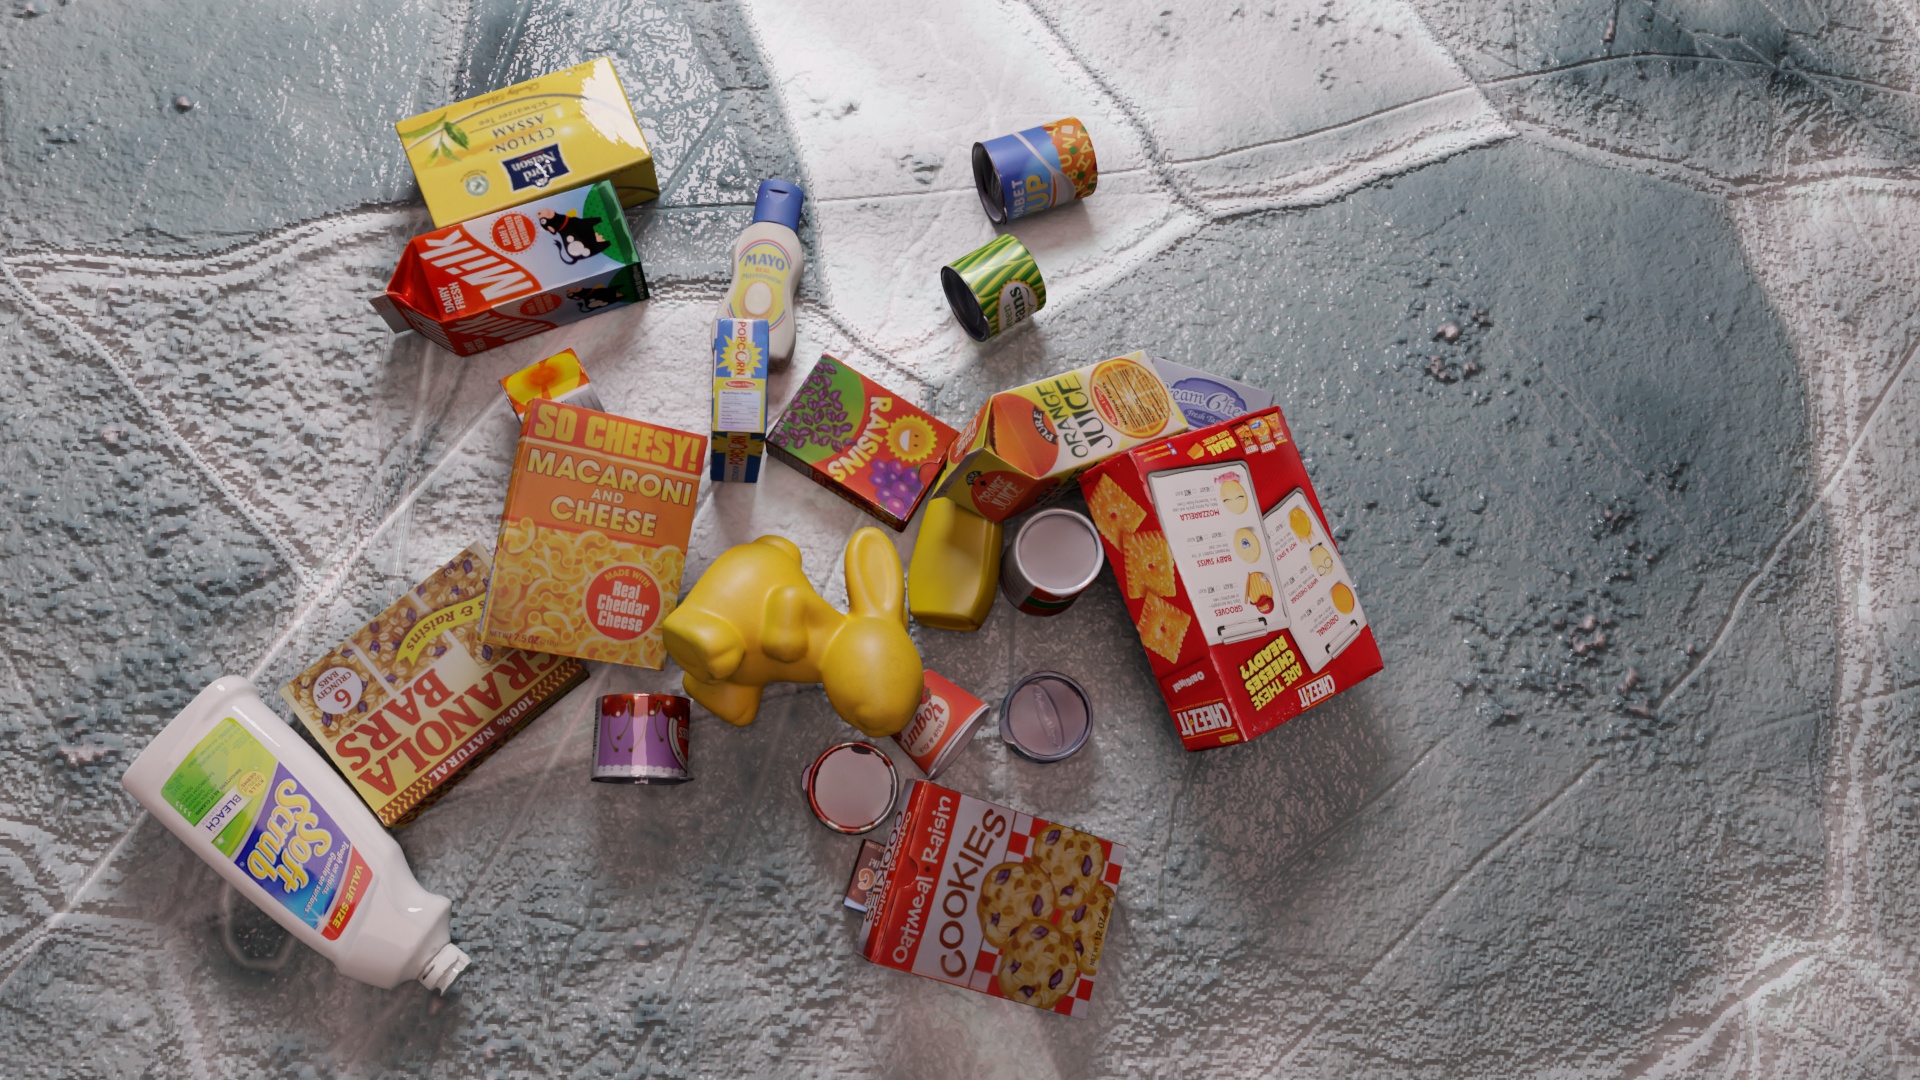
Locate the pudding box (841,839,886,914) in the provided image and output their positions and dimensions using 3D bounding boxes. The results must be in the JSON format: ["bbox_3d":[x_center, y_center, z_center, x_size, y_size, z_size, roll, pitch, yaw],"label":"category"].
[{"bbox_3d":[-0.037,0.248,0.982,0.084,0.030,0.050,20,75,-1],"label":"pudding box"}]

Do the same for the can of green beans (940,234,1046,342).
[{"bbox_3d":[0.026,-0.197,1.084,0.058,0.071,0.071,-30,81,-13],"label":"can of green beans"}]

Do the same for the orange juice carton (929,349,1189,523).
[{"bbox_3d":[0.067,-0.073,1.021,0.193,0.071,0.073,-21,76,-33],"label":"orange juice carton"}]

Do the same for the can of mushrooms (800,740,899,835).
[{"bbox_3d":[-0.079,0.177,0.994,0.071,0.033,0.071,1,77,-6],"label":"can of mushrooms"}]

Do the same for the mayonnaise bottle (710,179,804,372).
[{"bbox_3d":[-0.152,-0.207,1.079,0.065,0.041,0.148,9,76,-2],"label":"mayonnaise bottle"}]

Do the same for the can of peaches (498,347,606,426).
[{"bbox_3d":[-0.299,-0.102,1.024,0.058,0.071,0.071,-28,81,-12],"label":"can of peaches"}]

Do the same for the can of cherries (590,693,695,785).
[{"bbox_3d":[-0.220,0.139,0.971,0.071,0.071,0.058,1,75,-6],"label":"can of cherries"}]

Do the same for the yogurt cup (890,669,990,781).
[{"bbox_3d":[-0.019,0.130,0.998,0.054,0.072,0.072,38,75,12],"label":"yogurt cup"}]

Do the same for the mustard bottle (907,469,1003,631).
[{"bbox_3d":[0.004,-0.013,1.041,0.065,0.048,0.161,7,71,16],"label":"mustard bottle"}]

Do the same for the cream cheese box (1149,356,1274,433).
[{"bbox_3d":[0.192,-0.105,1.101,0.104,0.024,0.053,17,74,-2],"label":"cream cheese box"}]

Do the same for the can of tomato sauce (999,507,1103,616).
[{"bbox_3d":[0.068,0.016,1.026,0.071,0.083,0.071,1,76,-6],"label":"can of tomato sauce"}]

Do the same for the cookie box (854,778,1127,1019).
[{"bbox_3d":[0.024,0.247,0.957,0.167,0.040,0.123,22,74,-21],"label":"cookie box"}]

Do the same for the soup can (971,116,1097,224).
[{"bbox_3d":[0.060,-0.295,1.113,0.084,0.071,0.071,-19,79,-11],"label":"soup can"}]

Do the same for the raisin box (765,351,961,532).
[{"bbox_3d":[-0.074,-0.075,1.056,0.123,0.040,0.086,31,74,1],"label":"raisin box"}]

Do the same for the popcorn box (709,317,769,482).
[{"bbox_3d":[-0.161,-0.099,1.006,0.038,0.126,0.085,3,76,-11],"label":"popcorn box"}]

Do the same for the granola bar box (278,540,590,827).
[{"bbox_3d":[-0.367,0.100,0.978,0.166,0.039,0.124,-40,83,-14],"label":"granola bar box"}]

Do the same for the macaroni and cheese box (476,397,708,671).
[{"bbox_3d":[-0.252,-0.003,0.954,0.124,0.040,0.166,13,83,-24],"label":"macaroni and cheese box"}]

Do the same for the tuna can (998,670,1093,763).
[{"bbox_3d":[0.060,0.132,1.021,0.071,0.032,0.071,2,76,-6],"label":"tuna can"}]

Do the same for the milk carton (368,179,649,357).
[{"bbox_3d":[-0.338,-0.197,1.039,0.191,0.072,0.073,-20,80,-11],"label":"milk carton"}]
